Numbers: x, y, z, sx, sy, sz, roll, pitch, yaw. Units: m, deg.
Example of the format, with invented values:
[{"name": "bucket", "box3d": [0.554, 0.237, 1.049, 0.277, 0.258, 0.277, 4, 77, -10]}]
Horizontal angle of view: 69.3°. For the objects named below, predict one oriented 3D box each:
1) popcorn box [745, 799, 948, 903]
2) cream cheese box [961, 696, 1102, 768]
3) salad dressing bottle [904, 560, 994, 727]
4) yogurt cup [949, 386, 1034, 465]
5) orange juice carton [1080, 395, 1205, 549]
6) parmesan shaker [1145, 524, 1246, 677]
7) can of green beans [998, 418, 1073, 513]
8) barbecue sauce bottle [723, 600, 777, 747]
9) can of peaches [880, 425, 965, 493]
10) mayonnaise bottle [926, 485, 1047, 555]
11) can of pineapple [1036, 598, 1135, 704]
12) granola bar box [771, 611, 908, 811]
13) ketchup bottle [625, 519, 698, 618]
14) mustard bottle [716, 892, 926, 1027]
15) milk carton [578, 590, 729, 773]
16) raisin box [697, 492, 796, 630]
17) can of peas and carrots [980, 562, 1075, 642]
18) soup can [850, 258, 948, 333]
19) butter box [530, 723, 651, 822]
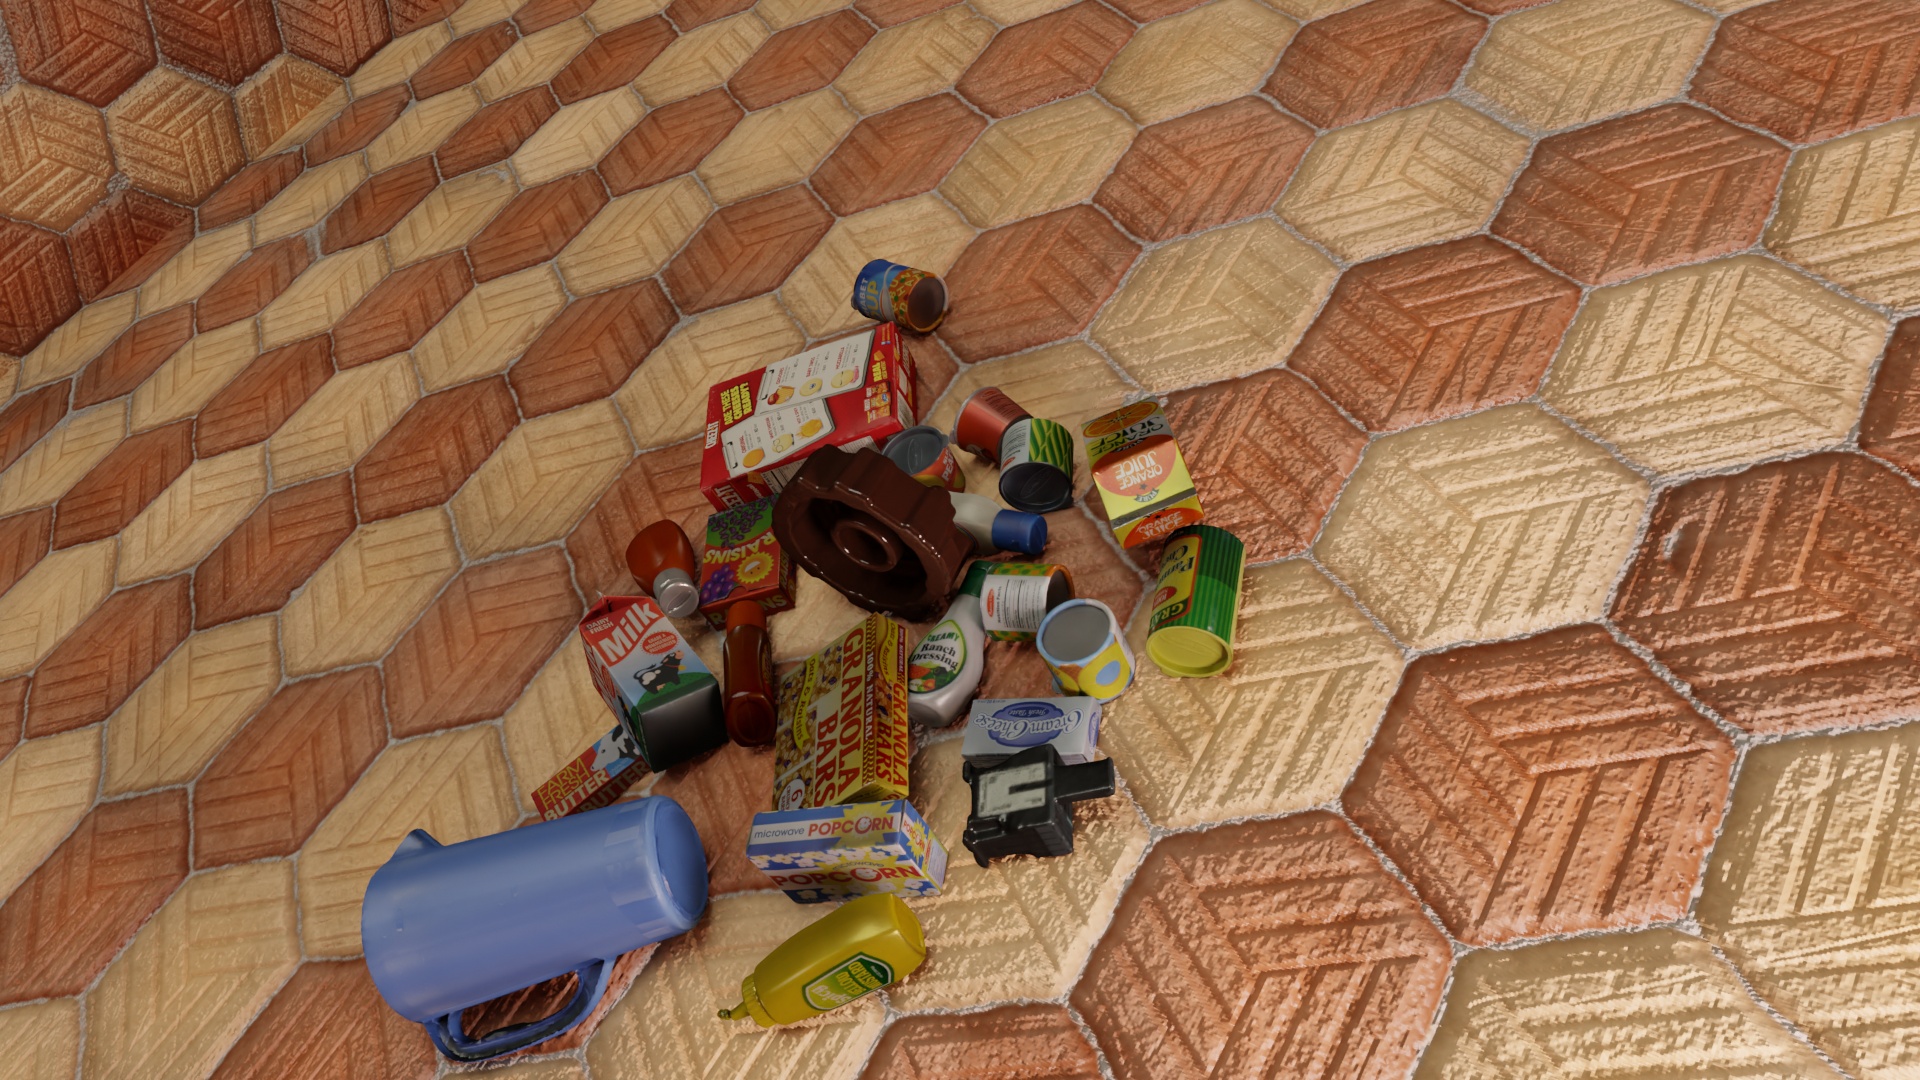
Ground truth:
[{"name": "popcorn box", "box3d": [-0.084, 0.233, 1.036, 0.126, 0.085, 0.038, -9, 48, 20]}, {"name": "cream cheese box", "box3d": [0.056, 0.150, 1.084, 0.104, 0.024, 0.053, -5, 50, 24]}, {"name": "salad dressing bottle", "box3d": [-0.003, 0.084, 1.162, 0.064, 0.043, 0.148, 4, 52, 32]}, {"name": "yogurt cup", "box3d": [0.035, -0.104, 1.305, 0.054, 0.072, 0.072, 33, 70, 35]}, {"name": "orange juice carton", "box3d": [0.148, -0.053, 1.134, 0.072, 0.073, 0.193, -22, 17, 9]}, {"name": "parmesan shaker", "box3d": [0.183, 0.047, 1.085, 0.071, 0.071, 0.103, -4, 48, 25]}, {"name": "can of green beans", "box3d": [0.069, -0.067, 1.249, 0.071, 0.071, 0.058, -11, 45, 19]}, {"name": "barbecue sauce bottle", "box3d": [-0.187, 0.111, 1.224, 0.044, 0.064, 0.149, -8, 35, -5]}, {"name": "can of peaches", "box3d": [-0.033, -0.066, 1.307, 0.071, 0.057, 0.071, -15, 45, 15]}, {"name": "mayonnaise bottle", "box3d": [0.004, -0.016, 1.240, 0.148, 0.064, 0.041, 10, 55, 30]}, {"name": "can of pineapple", "box3d": [0.097, 0.089, 1.095, 0.071, 0.057, 0.071, -15, 45, 16]}, {"name": "granola bar box", "box3d": [-0.096, 0.156, 1.117, 0.124, 0.039, 0.166, -35, 38, 30]}, {"name": "ketchup bottle", "box3d": [-0.283, 0.029, 1.334, 0.065, 0.043, 0.149, -40, 29, -3]}, {"name": "mustard bottle", "box3d": [-0.104, 0.310, 0.995, 0.160, 0.065, 0.049, -30, 37, 8]}, {"name": "milk carton", "box3d": [-0.284, 0.117, 1.245, 0.074, 0.072, 0.191, -22, 38, -25]}, {"name": "raisin box", "box3d": [-0.201, 0.019, 1.330, 0.086, 0.040, 0.124, -16, 46, 13]}, {"name": "can of peas and carrots", "box3d": [0.057, 0.051, 1.148, 0.058, 0.070, 0.071, 0, 51, 28]}, {"name": "soup can", "box3d": [-0.066, -0.263, 1.500, 0.084, 0.071, 0.071, 23, 64, 40]}, {"name": "butter box", "box3d": [-0.325, 0.212, 1.226, 0.104, 0.024, 0.053, -39, 43, -10]}]
